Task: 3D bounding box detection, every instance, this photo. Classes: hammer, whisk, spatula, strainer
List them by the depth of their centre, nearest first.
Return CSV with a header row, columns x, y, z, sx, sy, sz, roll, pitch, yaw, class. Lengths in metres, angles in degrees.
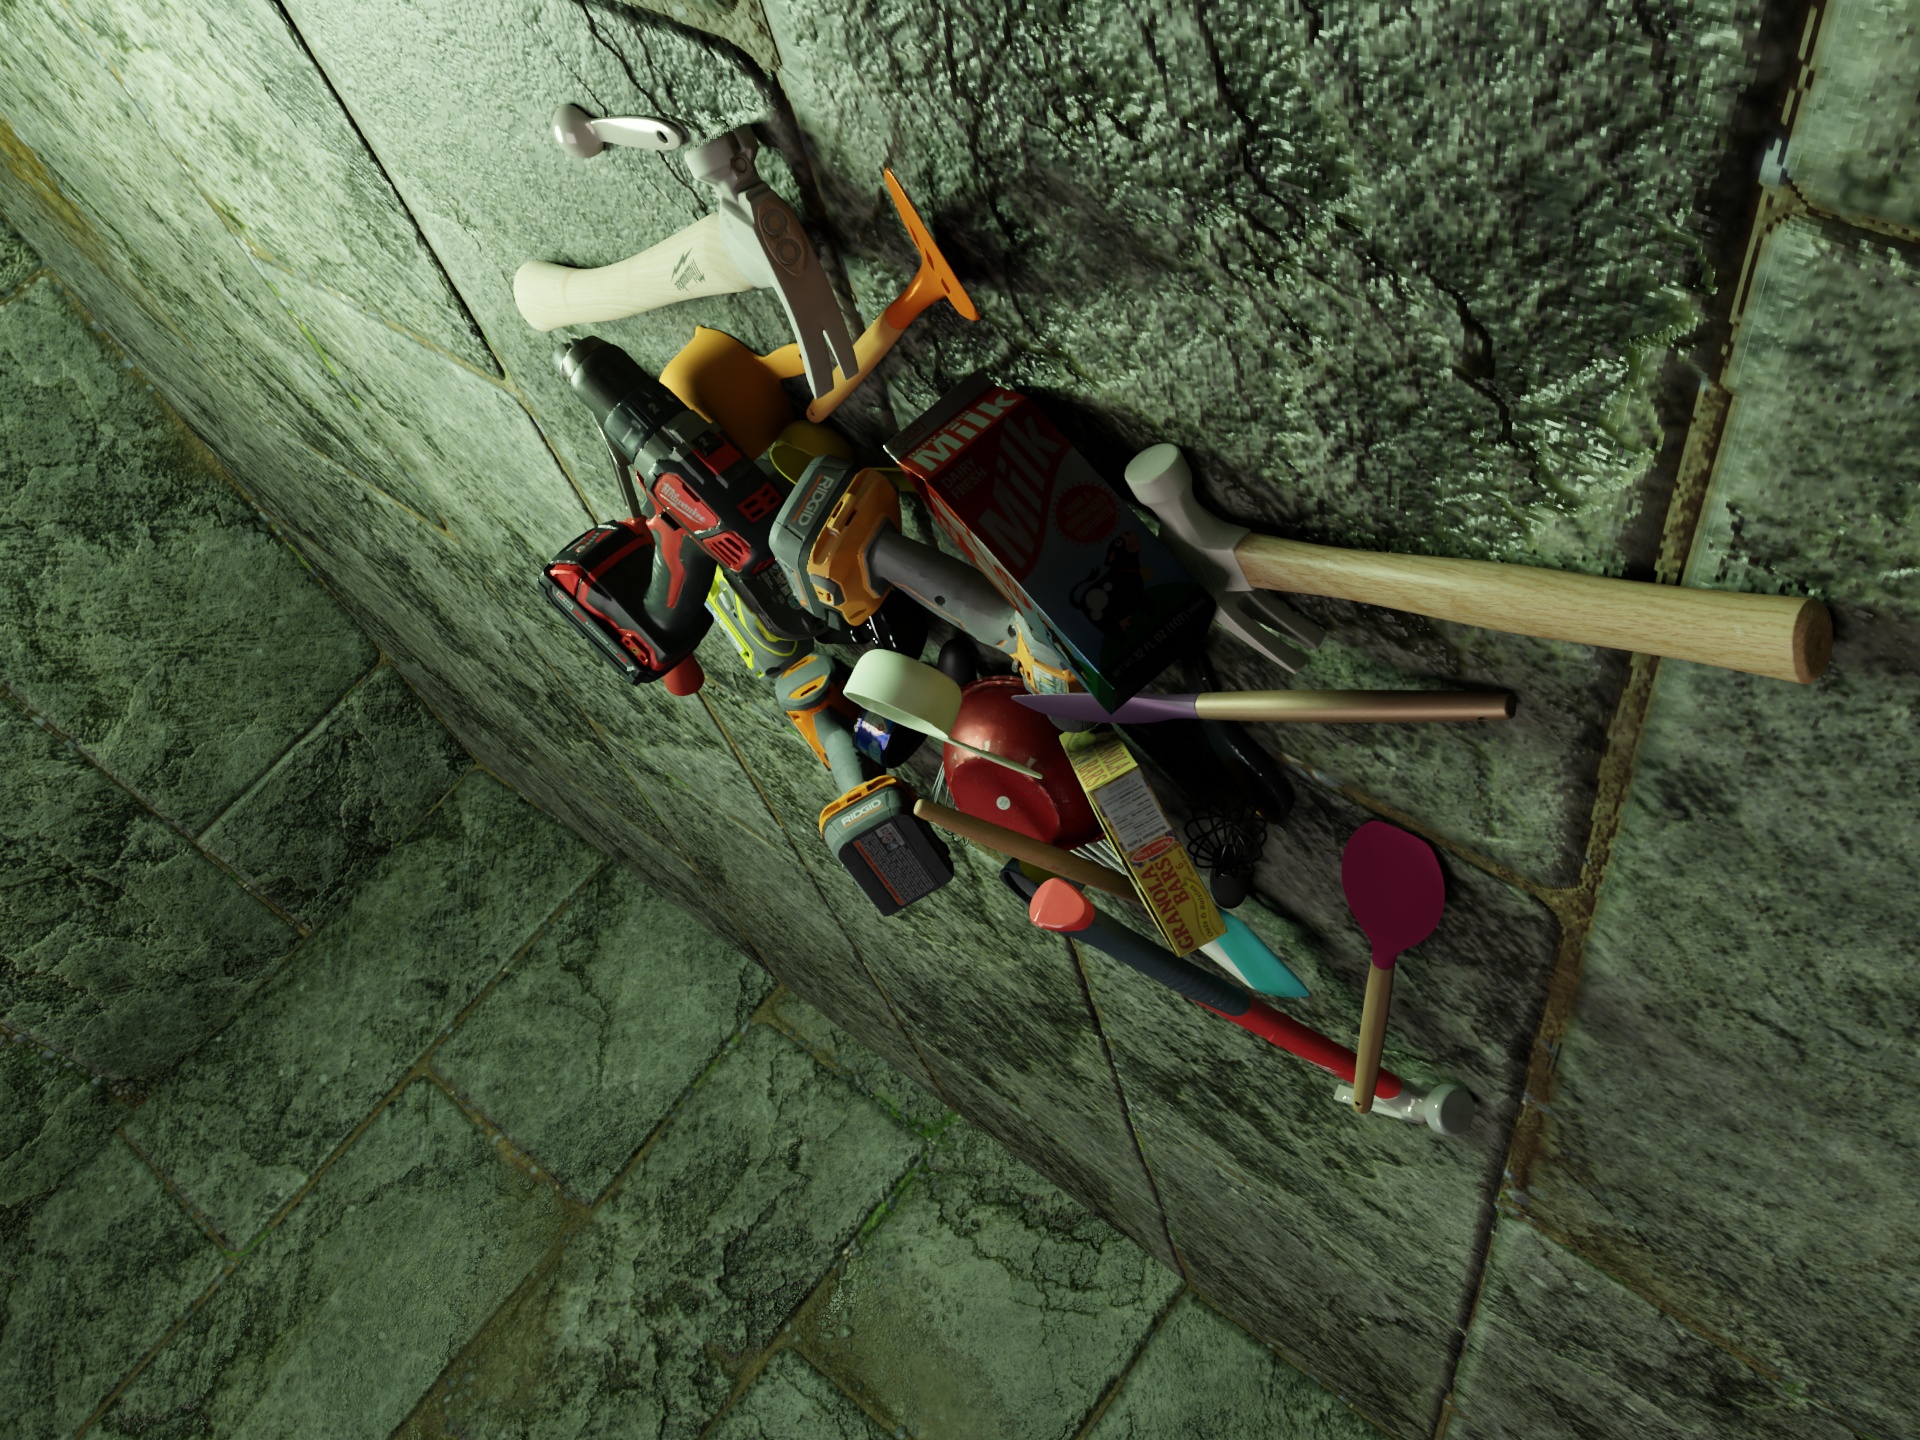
x,y,z,sx,sy,sz,roll,pitch,yaw,class
0.220,-0.058,0.722,0.331,0.031,0.129,17,150,49,hammer
-0.049,-0.212,0.881,0.081,0.041,0.322,58,161,-5,spatula
0.157,-0.007,0.885,0.316,0.018,0.059,0,163,45,spatula
-0.198,-0.271,1.015,0.411,0.038,0.146,14,136,57,hammer
0.184,0.099,1.091,0.055,0.055,0.238,34,171,19,whisk
0.109,0.128,1.160,0.317,0.044,0.082,22,167,-12,spatula
0.205,0.216,1.202,0.386,0.038,0.143,30,166,-21,hammer
-0.074,-0.071,1.250,0.087,0.050,0.258,67,161,-11,strainer
0.152,0.137,1.274,0.246,0.058,0.059,38,-164,-4,whisk
0.001,0.020,1.288,0.070,0.070,0.284,33,155,22,whisk
-0.257,-0.136,1.314,0.149,0.036,0.358,55,162,34,hammer

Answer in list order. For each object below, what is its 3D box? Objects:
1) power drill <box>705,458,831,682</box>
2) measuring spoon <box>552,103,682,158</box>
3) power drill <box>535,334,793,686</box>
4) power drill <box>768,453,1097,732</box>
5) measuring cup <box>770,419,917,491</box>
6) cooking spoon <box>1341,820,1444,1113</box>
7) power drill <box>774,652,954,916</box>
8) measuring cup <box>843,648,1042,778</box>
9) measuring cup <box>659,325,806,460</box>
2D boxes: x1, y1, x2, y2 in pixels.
x,y,z,sx,sy,sz,roll,pitch,yaw,class
-0.168,-0.121,1.254,0.171,0.080,0.223,55,163,-6,power drill
-0.203,-0.339,0.926,0.124,0.018,0.034,22,153,42,measuring spoon
-0.219,-0.141,1.094,0.188,0.080,0.226,46,143,-2,power drill
0.002,-0.069,1.029,0.226,0.084,0.185,26,166,13,power drill
-0.056,-0.168,1.031,0.157,0.029,0.062,11,156,34,measuring cup
0.281,0.175,1.064,0.069,0.017,0.318,26,144,29,cooking spoon
-0.082,0.061,1.399,0.164,0.084,0.227,58,-177,-43,power drill
-0.002,-0.003,1.075,0.167,0.038,0.083,25,173,-33,measuring cup
-0.143,-0.212,1.040,0.095,0.052,0.174,48,162,-21,measuring cup
